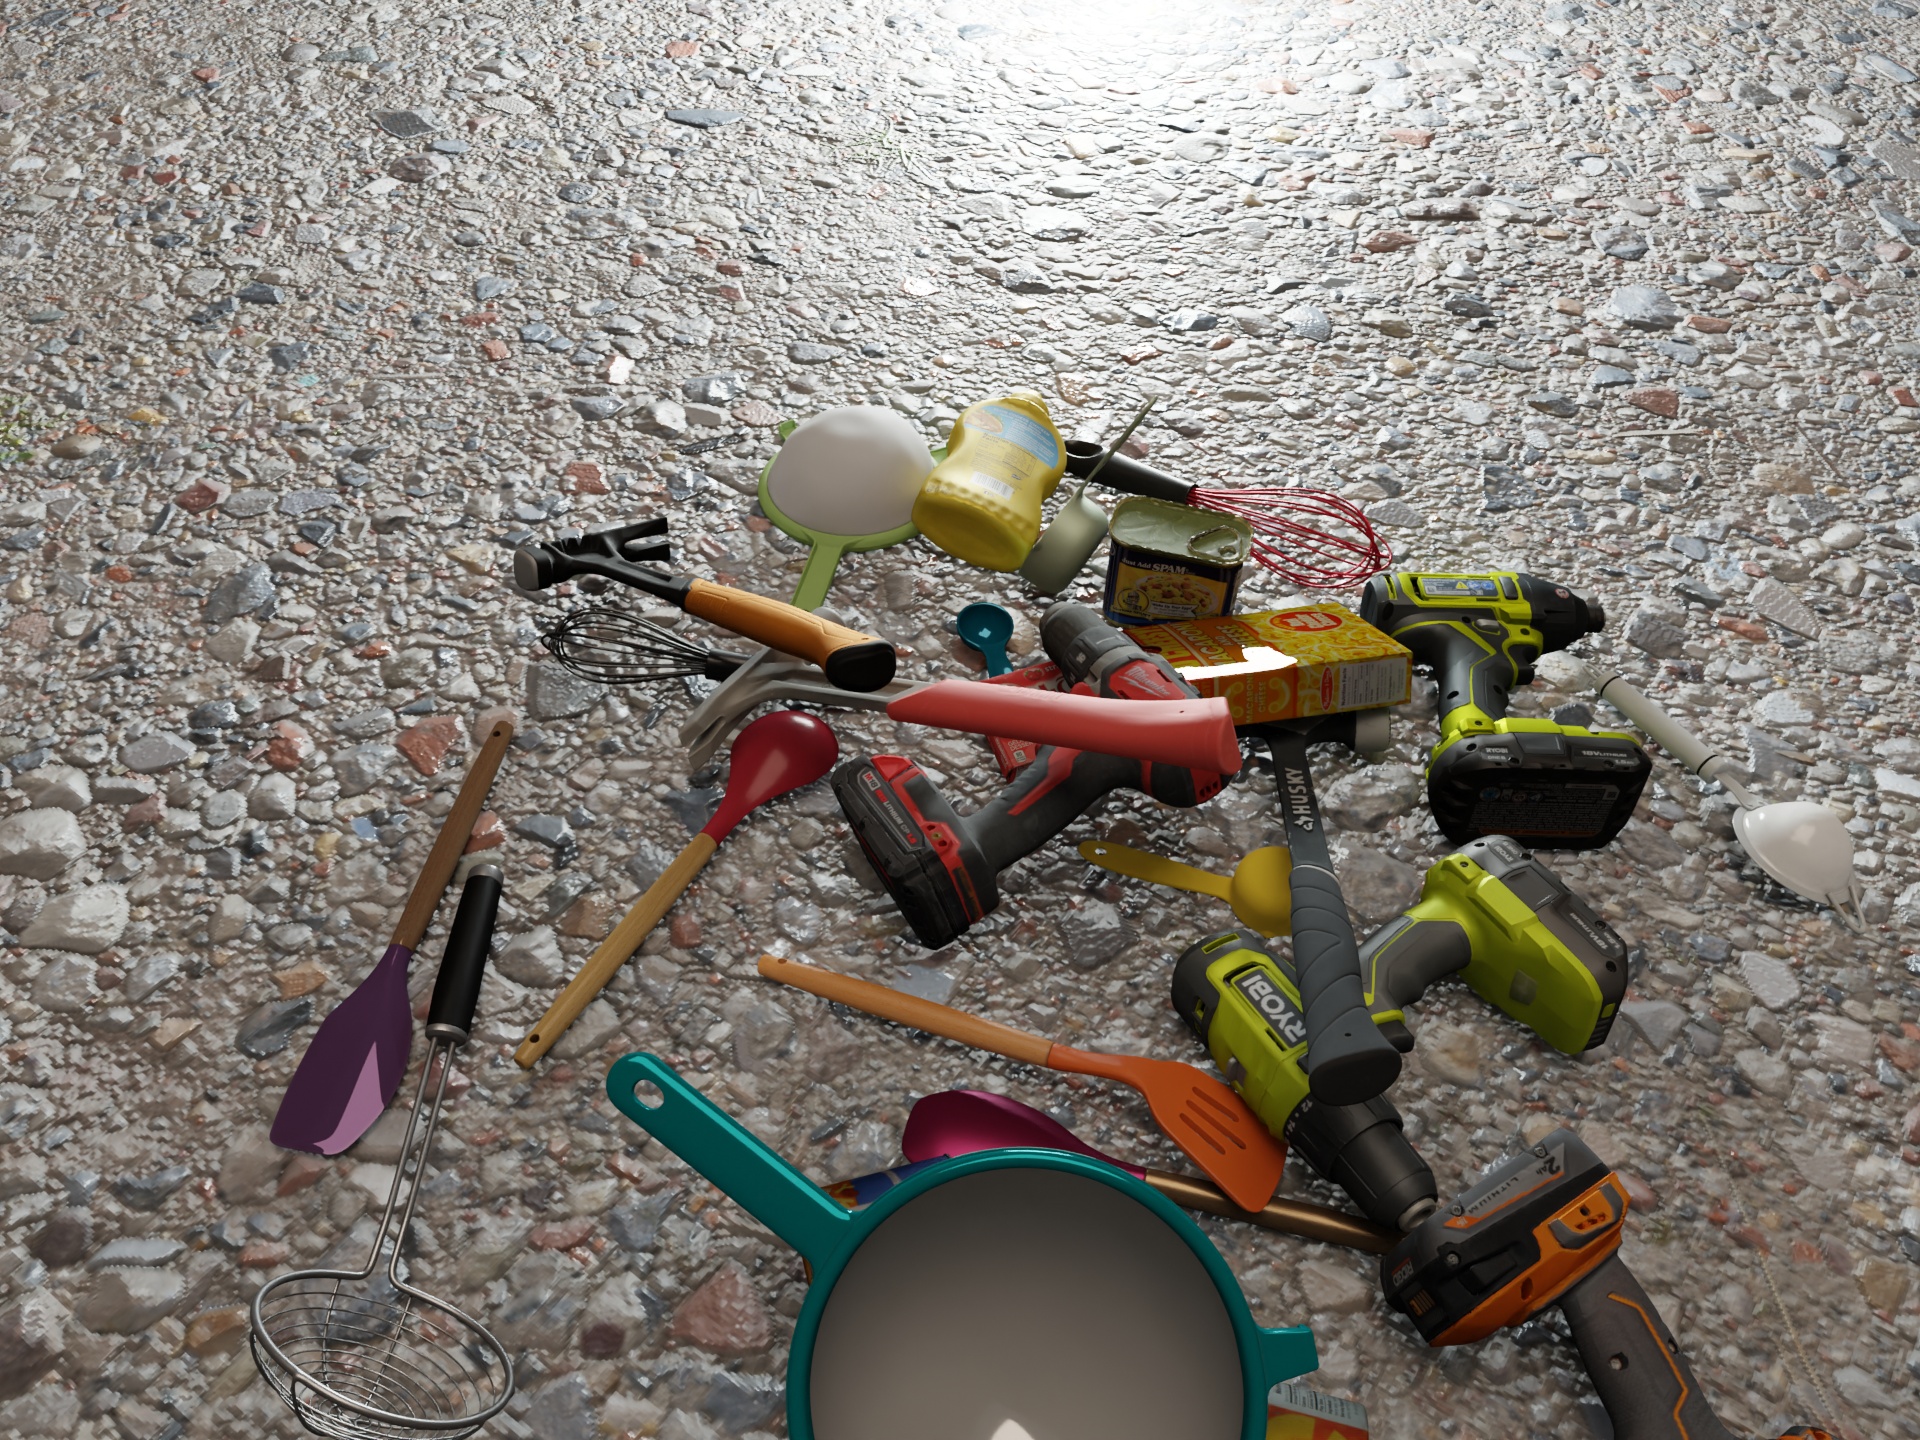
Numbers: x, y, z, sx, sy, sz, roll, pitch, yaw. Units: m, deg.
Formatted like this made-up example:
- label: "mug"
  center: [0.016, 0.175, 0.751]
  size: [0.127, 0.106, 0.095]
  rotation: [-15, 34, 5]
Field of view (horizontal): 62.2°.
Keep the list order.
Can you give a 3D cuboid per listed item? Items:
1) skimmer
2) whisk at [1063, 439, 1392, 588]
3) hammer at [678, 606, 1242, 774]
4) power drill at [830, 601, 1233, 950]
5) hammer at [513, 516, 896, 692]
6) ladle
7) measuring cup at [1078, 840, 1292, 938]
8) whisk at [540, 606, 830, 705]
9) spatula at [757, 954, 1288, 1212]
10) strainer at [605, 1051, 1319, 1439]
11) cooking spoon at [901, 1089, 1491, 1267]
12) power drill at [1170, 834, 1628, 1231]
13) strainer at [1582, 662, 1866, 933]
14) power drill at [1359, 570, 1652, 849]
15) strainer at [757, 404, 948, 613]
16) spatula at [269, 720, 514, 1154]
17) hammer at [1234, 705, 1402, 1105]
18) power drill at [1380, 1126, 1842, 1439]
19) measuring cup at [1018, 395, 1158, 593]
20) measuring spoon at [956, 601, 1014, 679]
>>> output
- label: "skimmer"
  center: [-0.273, 0.204, 0.841]
  size: [0.127, 0.090, 0.364]
  rotation: [26, 38, -24]
- label: "whisk"
  center: [0.198, -0.168, 1.242]
  size: [0.296, 0.073, 0.073]
  rotation: [25, 50, 28]
- label: "hammer"
  center: [-0.002, -0.003, 0.945]
  size: [0.359, 0.036, 0.149]
  rotation: [9, 42, 37]
- label: "power drill"
  center: [0.037, 0.021, 0.996]
  size: [0.226, 0.080, 0.188]
  rotation: [-29, 44, -9]
- label: "hammer"
  center: [-0.159, -0.079, 1.064]
  size: [0.127, 0.034, 0.337]
  rotation: [-20, 30, -40]
- label: "ladle"
  center: [-0.174, 0.093, 0.996]
  size: [0.069, 0.031, 0.315]
  rotation: [23, 51, 18]
- label: "measuring cup"
  center: [0.152, 0.093, 1.006]
  size: [0.156, 0.029, 0.062]
  rotation: [14, 47, 8]
- label: "whisk"
  center: [-0.174, -0.037, 1.109]
  size: [0.239, 0.055, 0.055]
  rotation: [10, 47, 0]
- label: "spatula"
  center: [0.028, 0.192, 0.907]
  size: [0.323, 0.041, 0.081]
  rotation: [14, 27, 19]
- label: "strainer"
  center: [-0.021, 0.264, 0.745]
  size: [0.340, 0.095, 0.211]
  rotation: [36, 85, 8]
- label: "cooking spoon"
  center: [0.124, 0.255, 0.859]
  size: [0.319, 0.017, 0.069]
  rotation: [12, 44, 8]
- label: "power drill"
  center: [0.260, 0.171, 0.901]
  size: [0.228, 0.080, 0.191]
  rotation: [-21, 46, -20]
- label: "strainer"
  center: [0.514, 0.037, 1.072]
  size: [0.087, 0.050, 0.259]
  rotation: [-8, 42, -32]
- label: "power drill"
  center: [0.381, -0.019, 1.094]
  size: [0.171, 0.080, 0.223]
  rotation: [1, 43, 0]
- label: "strainer"
  center: [-0.095, -0.168, 1.216]
  size: [0.151, 0.069, 0.257]
  rotation: [9, 45, 6]
- label: "spatula"
  center: [-0.329, 0.119, 0.968]
  size: [0.060, 0.018, 0.316]
  rotation: [8, 48, 3]
- label: "hammer"
  center: [0.198, 0.083, 0.922]
  size: [0.149, 0.036, 0.409]
  rotation: [0, 25, 7]
- label: "power drill"
  center: [0.305, 0.327, 0.749]
  size: [0.164, 0.084, 0.227]
  rotation: [-24, 61, -24]
- label: "measuring cup"
  center: [0.104, -0.162, 1.165]
  size: [0.038, 0.167, 0.083]
  rotation: [38, 25, 1]
- label: "measuring spoon"
  center: [0.028, -0.029, 1.131]
  size: [0.042, 0.021, 0.129]
  rotation: [-9, 57, -12]
